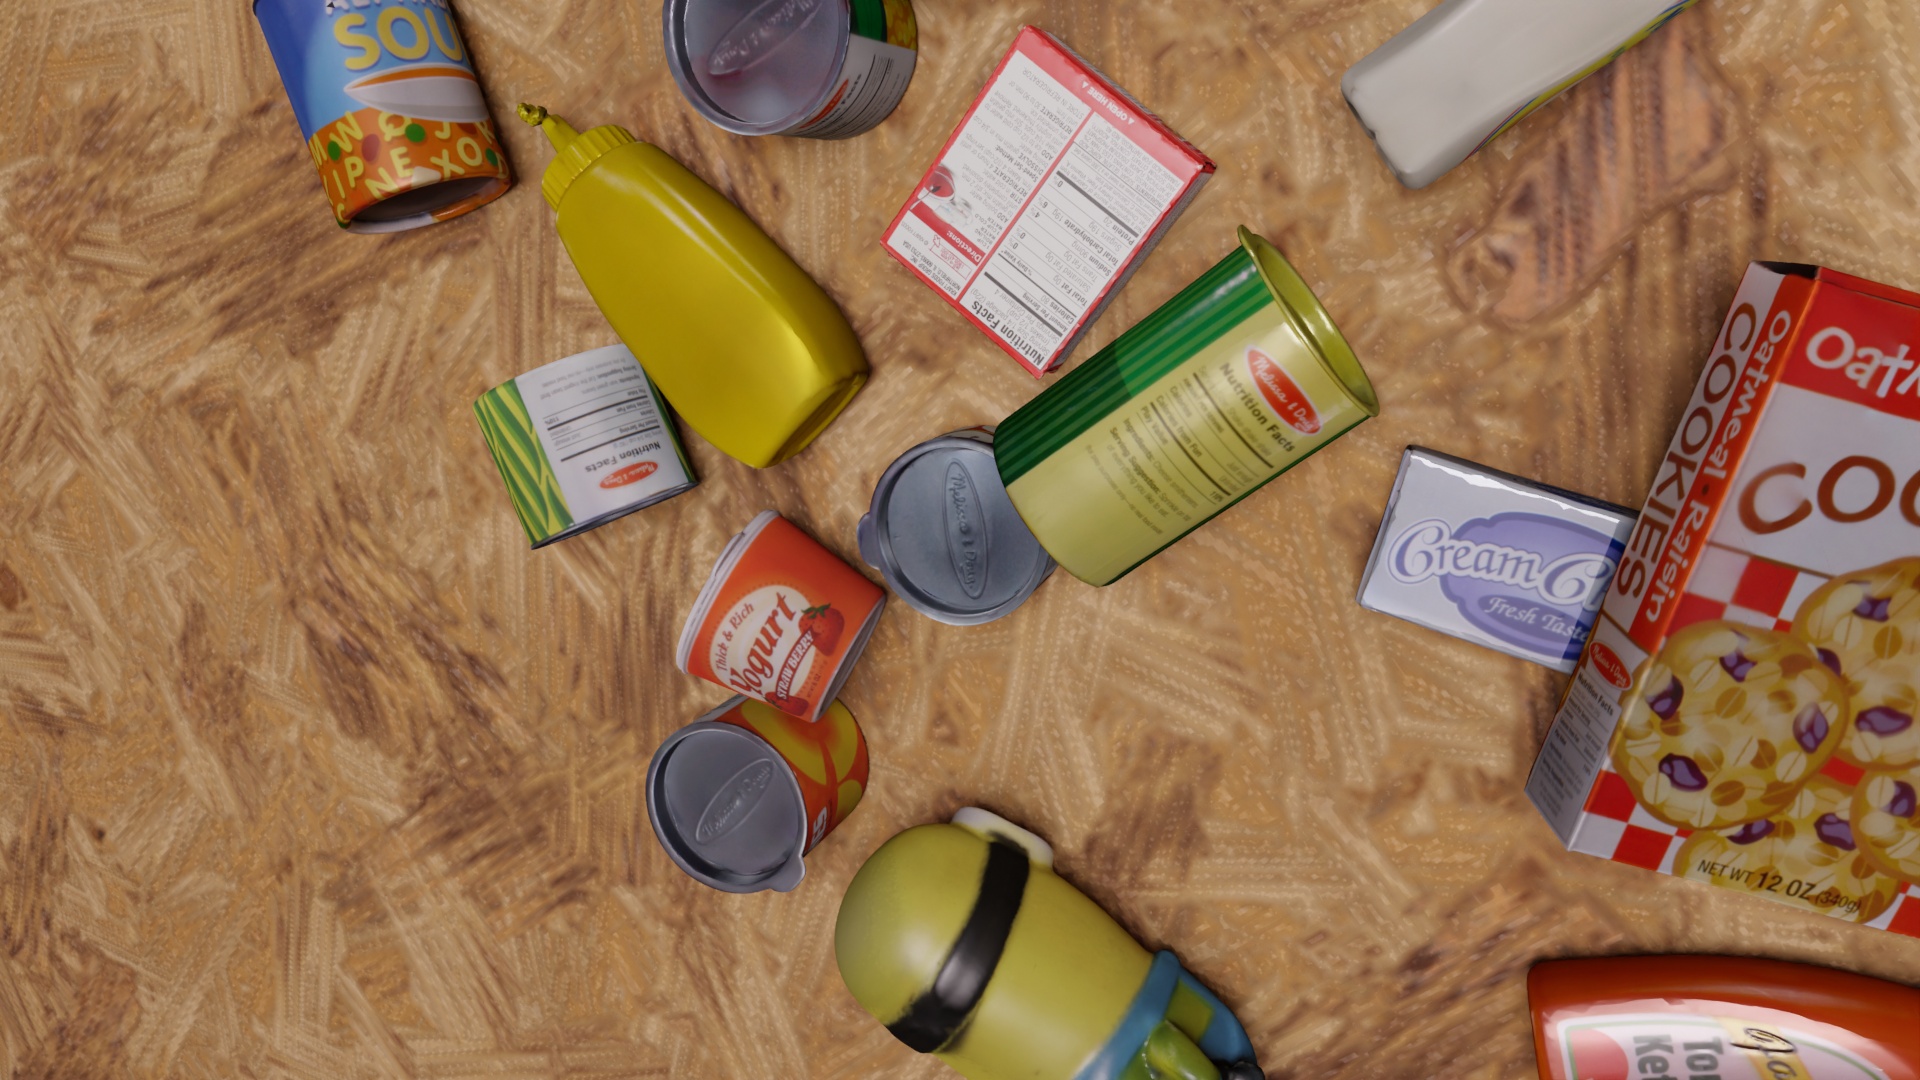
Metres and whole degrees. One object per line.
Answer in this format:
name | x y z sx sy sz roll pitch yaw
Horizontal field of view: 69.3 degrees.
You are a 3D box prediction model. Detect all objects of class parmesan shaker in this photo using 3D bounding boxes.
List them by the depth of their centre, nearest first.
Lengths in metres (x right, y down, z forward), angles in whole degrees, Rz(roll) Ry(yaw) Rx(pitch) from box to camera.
parmesan shaker | 0.067 -0.041 0.437 0.103 0.071 0.071 -35 89 25

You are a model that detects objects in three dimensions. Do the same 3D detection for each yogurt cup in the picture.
yogurt cup | -0.063 0.030 0.506 0.054 0.072 0.072 29 111 4

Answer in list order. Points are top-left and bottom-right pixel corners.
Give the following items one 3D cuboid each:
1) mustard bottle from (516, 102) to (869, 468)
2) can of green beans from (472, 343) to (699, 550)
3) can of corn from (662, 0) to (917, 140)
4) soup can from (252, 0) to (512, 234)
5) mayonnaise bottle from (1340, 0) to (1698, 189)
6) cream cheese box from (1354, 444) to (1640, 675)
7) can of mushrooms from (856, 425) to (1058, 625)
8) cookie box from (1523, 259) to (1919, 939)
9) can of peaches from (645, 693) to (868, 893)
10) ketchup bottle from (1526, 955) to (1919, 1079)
mustard bottle | -0.103 -0.101 0.498 0.065 0.049 0.160 -43 85 23
can of green beans | -0.139 -0.035 0.517 0.071 0.071 0.057 -20 94 24
can of corn | -0.056 -0.169 0.459 0.071 0.058 0.071 5 104 20
soup can | -0.210 -0.165 0.514 0.071 0.071 0.083 -17 96 23
mayonnaise bottle | 0.177 -0.153 0.375 0.148 0.065 0.041 -33 93 20
cream cheese box | 0.181 0.011 0.429 0.104 0.024 0.053 20 106 15
can of mushrooms | 0.002 -0.006 0.488 0.071 0.033 0.071 5 104 19
cookie box | 0.248 0.020 0.379 0.123 0.040 0.166 15 107 -2
can of peaches | -0.074 0.093 0.526 0.071 0.058 0.071 4 104 19
ketchup bottle | 0.256 0.158 0.424 0.148 0.044 0.064 -10 98 22
